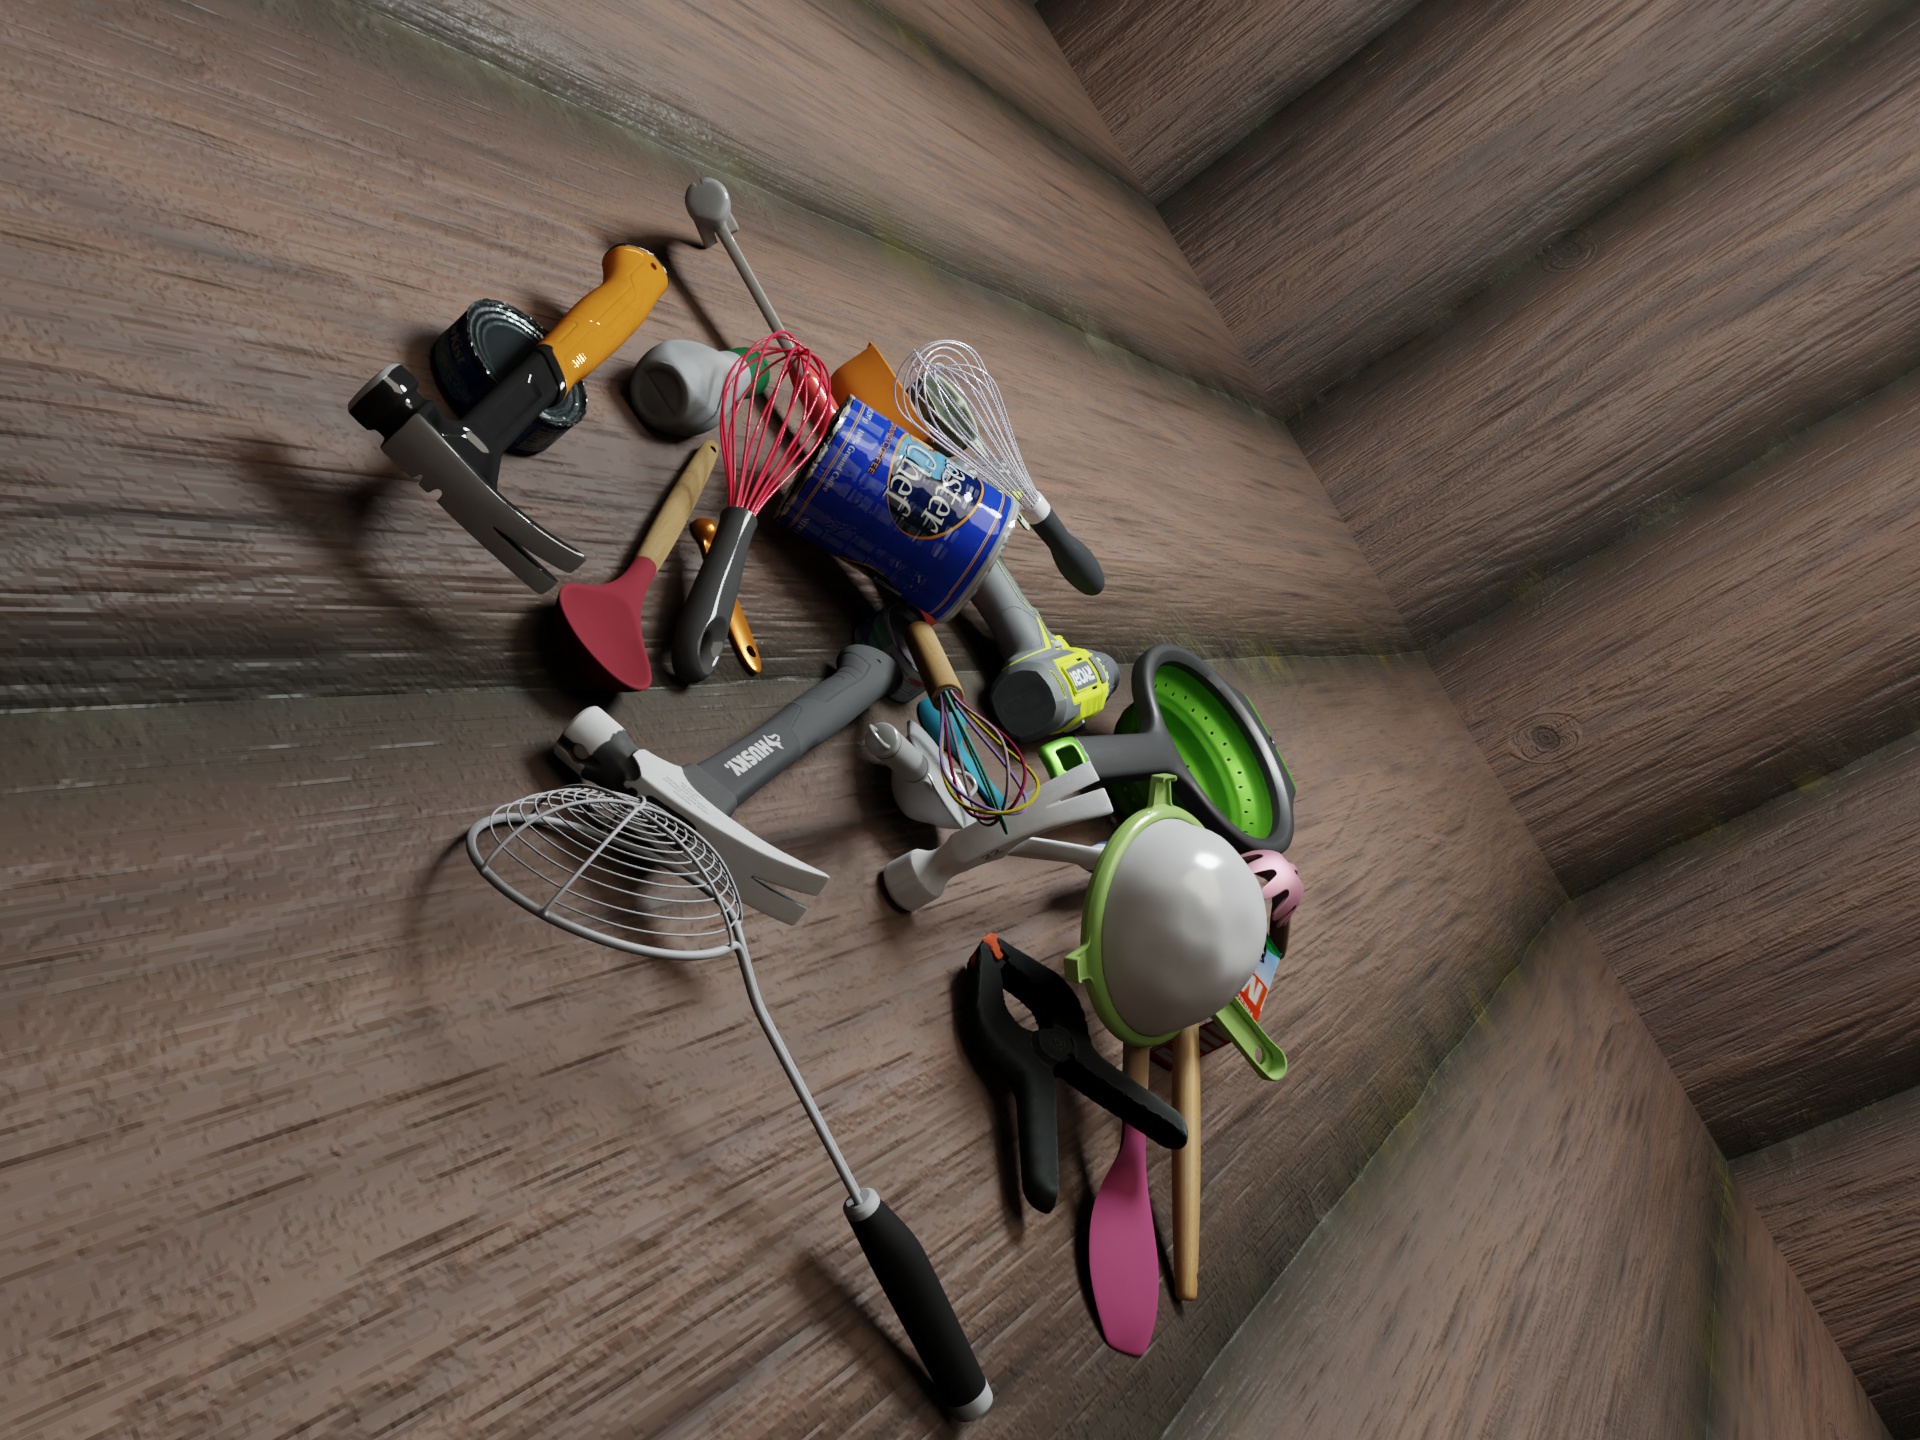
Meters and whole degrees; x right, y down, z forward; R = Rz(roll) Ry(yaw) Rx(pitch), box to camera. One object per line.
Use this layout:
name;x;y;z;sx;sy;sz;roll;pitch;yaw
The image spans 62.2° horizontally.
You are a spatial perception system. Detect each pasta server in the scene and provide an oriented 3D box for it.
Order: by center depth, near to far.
pasta server;0.256;0.163;1.305;0.060;0.040;0.316;57;-2;22

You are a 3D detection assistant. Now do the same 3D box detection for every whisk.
whisk;-0.134;-0.140;0.993;0.073;0.073;0.296;40;44;-33
whisk;0.000;-0.003;0.995;0.051;0.047;0.245;55;5;-31
whisk;0.039;-0.184;1.227;0.284;0.070;0.070;47;25;-41

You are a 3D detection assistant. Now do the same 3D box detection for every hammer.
hammer;-0.218;-0.195;0.889;0.127;0.034;0.337;47;26;-20
hammer;-0.095;0.012;0.924;0.146;0.035;0.335;39;21;3
hammer;0.097;0.095;1.126;0.405;0.144;0.035;17;46;-64
hammer;-0.103;-0.232;1.201;0.359;0.036;0.149;60;0;-5

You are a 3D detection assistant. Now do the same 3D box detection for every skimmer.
skimmer;-0.099;0.186;0.738;0.363;0.090;0.127;64;3;-11

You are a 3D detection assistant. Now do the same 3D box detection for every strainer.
strainer;-0.030;0.030;0.970;0.087;0.050;0.258;61;2;13
strainer;0.170;0.162;1.004;0.256;0.069;0.151;51;56;-35

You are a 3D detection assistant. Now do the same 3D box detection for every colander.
colander;0.144;0.045;1.291;0.397;0.094;0.205;-2;62;-57

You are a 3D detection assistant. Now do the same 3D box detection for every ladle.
ladle;-0.181;-0.104;0.943;0.069;0.031;0.316;49;24;-22

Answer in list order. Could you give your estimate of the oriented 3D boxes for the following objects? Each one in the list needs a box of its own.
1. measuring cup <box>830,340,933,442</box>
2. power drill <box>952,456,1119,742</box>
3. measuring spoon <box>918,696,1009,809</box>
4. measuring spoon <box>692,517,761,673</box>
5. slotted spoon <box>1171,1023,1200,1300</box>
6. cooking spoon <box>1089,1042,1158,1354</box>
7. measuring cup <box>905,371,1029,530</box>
measuring cup;-0.068;-0.251;1.316;0.095;0.052;0.173;57;0;-2
power drill;0.048;-0.097;1.301;0.228;0.080;0.190;62;25;3
measuring spoon;0.017;0.032;1.148;0.128;0.021;0.042;52;25;-7
measuring spoon;-0.144;-0.081;1.000;0.021;0.011;0.117;14;48;-56
slotted spoon;0.150;0.219;1.058;0.070;0.031;0.314;63;28;-64
cooking spoon;0.110;0.229;1.000;0.068;0.017;0.319;33;49;-38
measuring cup;0.004;-0.234;1.429;0.167;0.038;0.083;56;24;-7
